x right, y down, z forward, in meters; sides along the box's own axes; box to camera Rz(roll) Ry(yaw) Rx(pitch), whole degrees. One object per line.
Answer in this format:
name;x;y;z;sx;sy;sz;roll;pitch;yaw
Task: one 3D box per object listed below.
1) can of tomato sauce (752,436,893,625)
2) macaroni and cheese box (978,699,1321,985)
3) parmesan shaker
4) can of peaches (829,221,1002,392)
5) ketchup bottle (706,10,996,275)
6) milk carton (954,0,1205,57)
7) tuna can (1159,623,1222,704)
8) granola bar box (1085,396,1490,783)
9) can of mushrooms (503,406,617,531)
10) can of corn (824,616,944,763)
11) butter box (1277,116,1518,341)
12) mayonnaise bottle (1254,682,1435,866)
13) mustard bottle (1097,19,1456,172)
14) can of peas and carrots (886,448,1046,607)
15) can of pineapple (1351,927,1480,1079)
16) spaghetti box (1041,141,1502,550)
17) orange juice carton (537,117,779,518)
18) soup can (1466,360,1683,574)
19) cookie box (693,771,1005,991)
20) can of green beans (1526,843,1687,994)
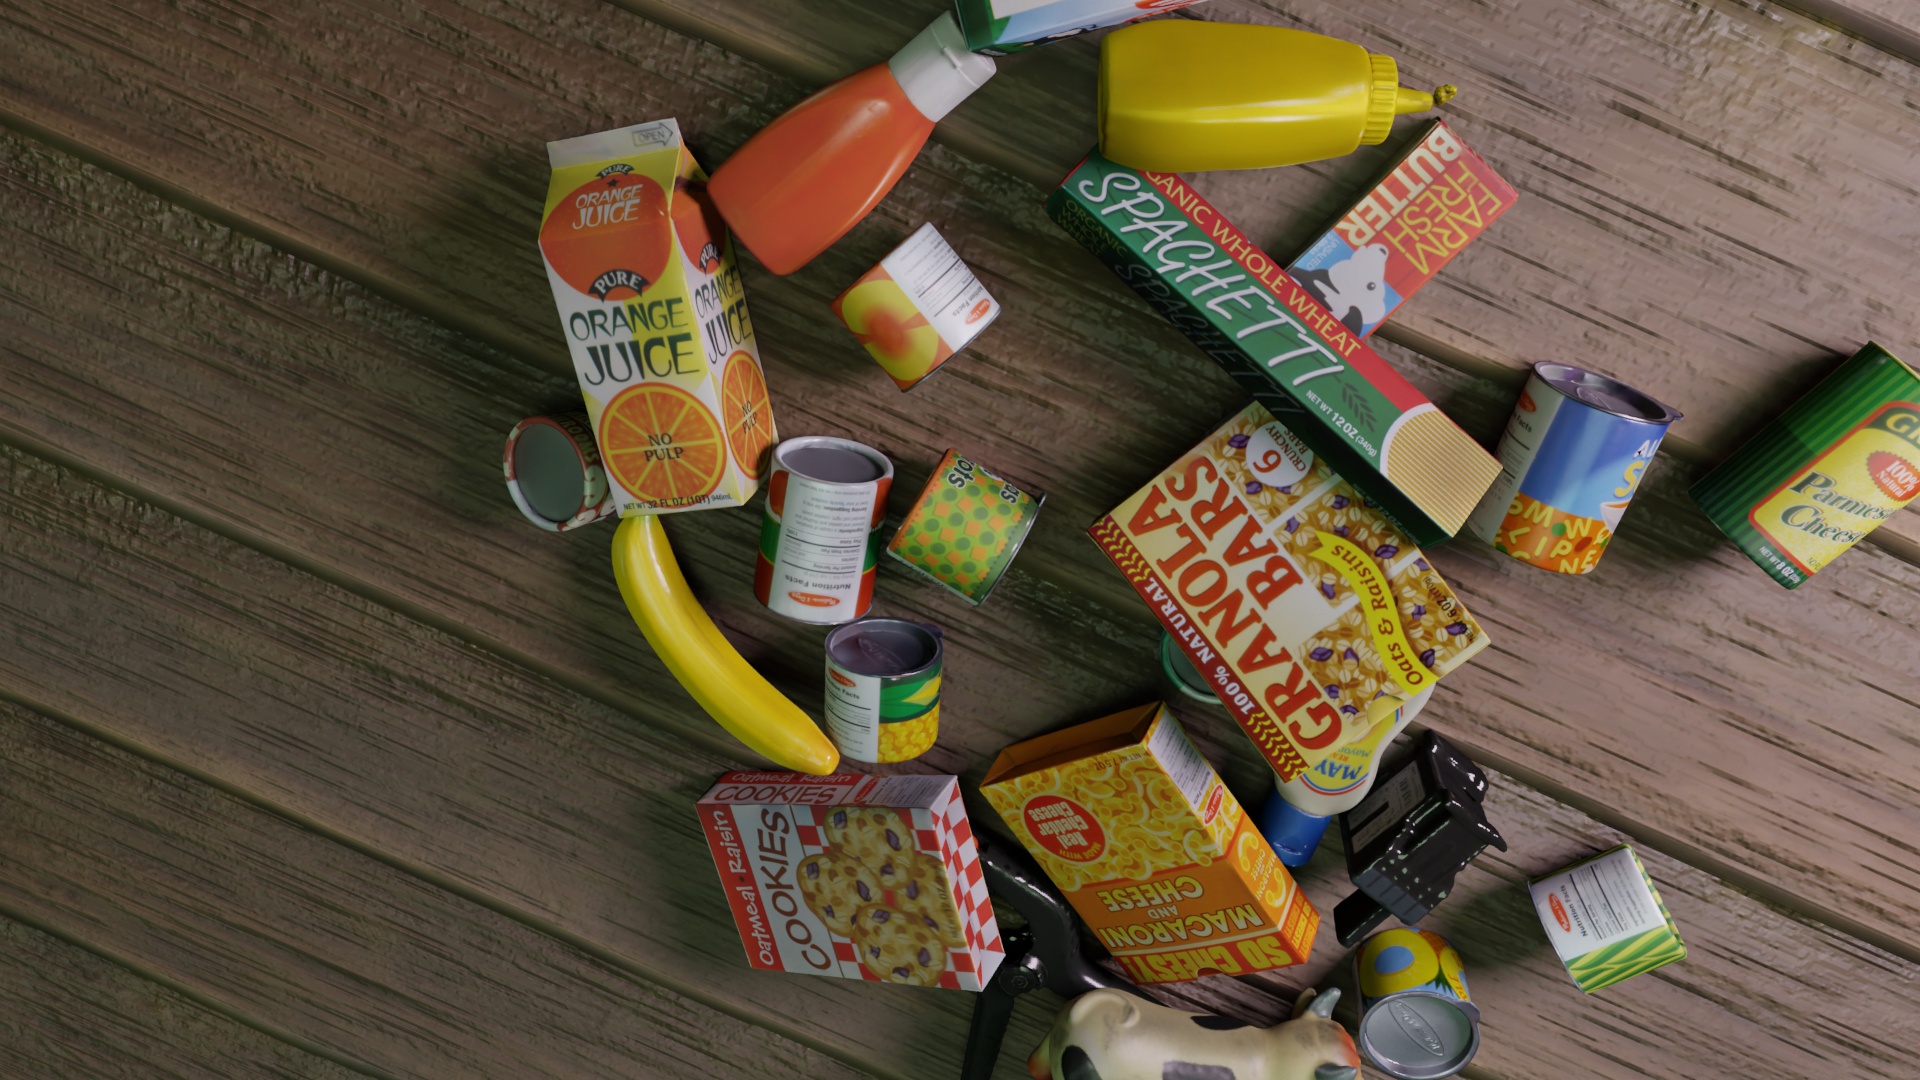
can of tomato sauce;-0.075;-0.007;0.752;0.071;0.071;0.082;13;115;5
macaroni and cheese box;0.107;0.179;0.792;0.123;0.040;0.166;-25;108;41
parmesan shaker;0.409;-0.032;0.650;0.071;0.071;0.102;39;115;-7
can of peaches;-0.024;-0.116;0.694;0.071;0.071;0.058;-36;103;22
ketchup bottle;-0.051;-0.195;0.675;0.148;0.044;0.064;-34;105;22
milk carton;0.091;-0.269;0.597;0.190;0.072;0.073;-10;104;16
tuna can;0.142;0.052;0.754;0.071;0.033;0.070;4;115;9
granola bar box;0.163;0.020;0.701;0.124;0.039;0.165;-39;88;12
can of mushrooms;-0.217;-0.041;0.768;0.071;0.033;0.070;9;107;29
can of corn;-0.042;0.084;0.786;0.071;0.071;0.058;7;116;7
butter box;0.206;-0.145;0.660;0.053;0.024;0.103;42;114;-8
mayonnaise bottle;0.205;0.112;0.764;0.065;0.041;0.147;20;115;3
mustard bottle;0.143;-0.199;0.628;0.160;0.065;0.048;2;156;1
can of peas and carrots;0.003;-0.009;0.735;0.059;0.071;0.070;31;116;-3
can of pineapple;0.267;0.270;0.813;0.071;0.058;0.070;4;114;9
spaghetti box;0.147;-0.096;0.660;0.250;0.028;0.050;42;70;-1
orange juice carton;-0.155;-0.114;0.714;0.072;0.073;0.192;-6;112;13
soup can;0.294;-0.034;0.669;0.071;0.072;0.083;17;116;3
cookie box;-0.067;0.201;0.832;0.167;0.040;0.122;-5;110;29
can of green beans;0.355;0.208;0.765;0.057;0.071;0.071;-30;105;20
